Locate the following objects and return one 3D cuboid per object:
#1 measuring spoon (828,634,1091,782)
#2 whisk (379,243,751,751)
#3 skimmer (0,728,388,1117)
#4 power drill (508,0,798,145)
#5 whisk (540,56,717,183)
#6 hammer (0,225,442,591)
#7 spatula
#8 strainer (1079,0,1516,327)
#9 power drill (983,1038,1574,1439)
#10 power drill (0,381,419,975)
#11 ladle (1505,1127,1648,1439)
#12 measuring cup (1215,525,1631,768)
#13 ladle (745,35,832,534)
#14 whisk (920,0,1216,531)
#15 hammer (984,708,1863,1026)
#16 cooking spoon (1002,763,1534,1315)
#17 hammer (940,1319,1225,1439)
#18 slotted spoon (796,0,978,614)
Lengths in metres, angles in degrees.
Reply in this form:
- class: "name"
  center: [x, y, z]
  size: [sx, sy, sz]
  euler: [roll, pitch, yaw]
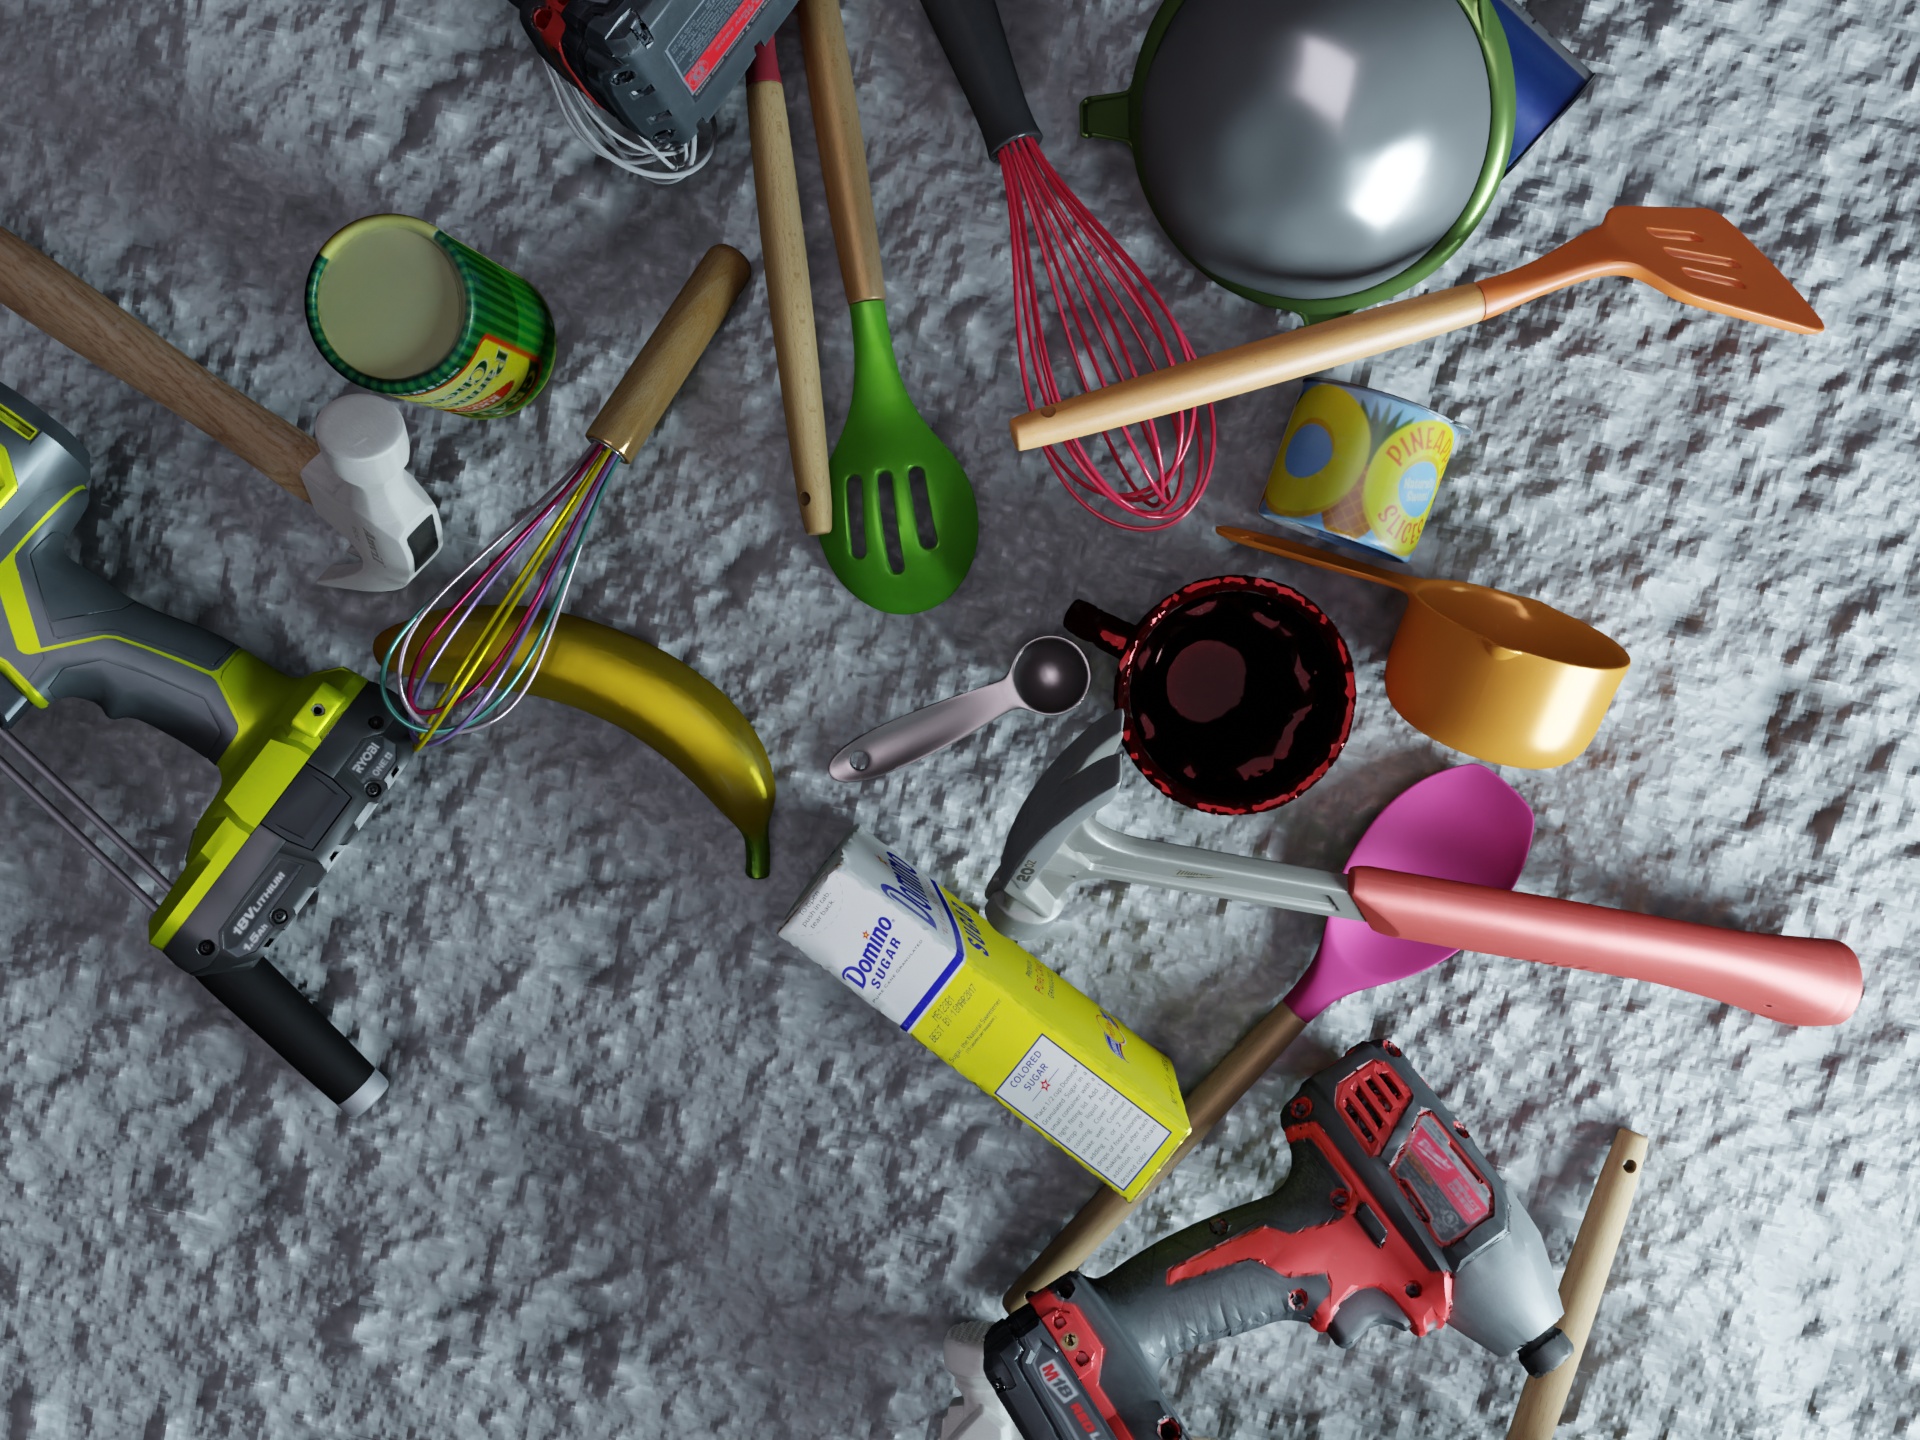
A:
- class: "measuring spoon"
  center: [-0.001, -0.002, 0.690]
  size: [0.124, 0.018, 0.034]
  euler: [-24, 94, 11]
- class: "whisk"
  center: [-0.158, -0.093, 0.651]
  size: [0.051, 0.047, 0.245]
  euler: [29, 80, 9]
- class: "skimmer"
  center: [-0.380, 0.029, 0.698]
  size: [0.127, 0.090, 0.363]
  euler: [-40, 103, 3]
- class: "power drill"
  center: [-0.156, -0.348, 0.593]
  size: [0.227, 0.080, 0.188]
  euler: [37, 91, 8]
- class: "whisk"
  center: [-0.185, -0.322, 0.652]
  size: [0.059, 0.058, 0.246]
  euler: [-37, 90, -29]
- class: "hammer"
  center: [-0.347, -0.156, 0.650]
  size: [0.331, 0.130, 0.031]
  euler: [33, 63, 9]
- class: "spatula"
  center: [0.174, -0.147, 0.611]
  size: [0.322, 0.041, 0.081]
  euler: [-17, 55, -5]
- class: "strainer"
  center: [0.156, -0.248, 0.565]
  size: [0.151, 0.069, 0.256]
  euler: [44, 131, -3]
- class: "power drill"
  center: [0.129, 0.243, 0.639]
  size: [0.219, 0.078, 0.143]
  euler: [-32, 68, -10]
- class: "power drill"
  center: [-0.353, 0.002, 0.622]
  size: [0.228, 0.080, 0.190]
  euler: [37, 72, -16]
- class: "ladle"
  center: [0.241, 0.331, 0.702]
  size: [0.078, 0.062, 0.320]
  euler: [19, 89, 4]
- class: "measuring cup"
  center: [0.179, -0.032, 0.655]
  size: [0.174, 0.095, 0.052]
  euler: [22, 113, 21]
- class: "ladle"
  center: [-0.077, -0.234, 0.651]
  size: [0.069, 0.031, 0.315]
  euler: [-4, 95, 38]
- class: "whisk"
  center: [0.030, -0.215, 0.647]
  size: [0.073, 0.073, 0.296]
  euler: [-21, 88, 4]
- class: "hammer"
  center: [0.197, 0.072, 0.626]
  size: [0.359, 0.149, 0.037]
  euler: [11, 60, -10]
- class: "cooking spoon"
  center: [0.128, 0.145, 0.694]
  size: [0.068, 0.017, 0.319]
  euler: [41, 95, -7]
- class: "hammer"
  center: [0.195, 0.339, 0.664]
  size: [0.410, 0.038, 0.146]
  euler: [-1, 84, 9]
- class: "slotted spoon"
  center: [-0.046, -0.200, 0.664]
  size: [0.070, 0.031, 0.314]
  euler: [-8, 94, 10]
